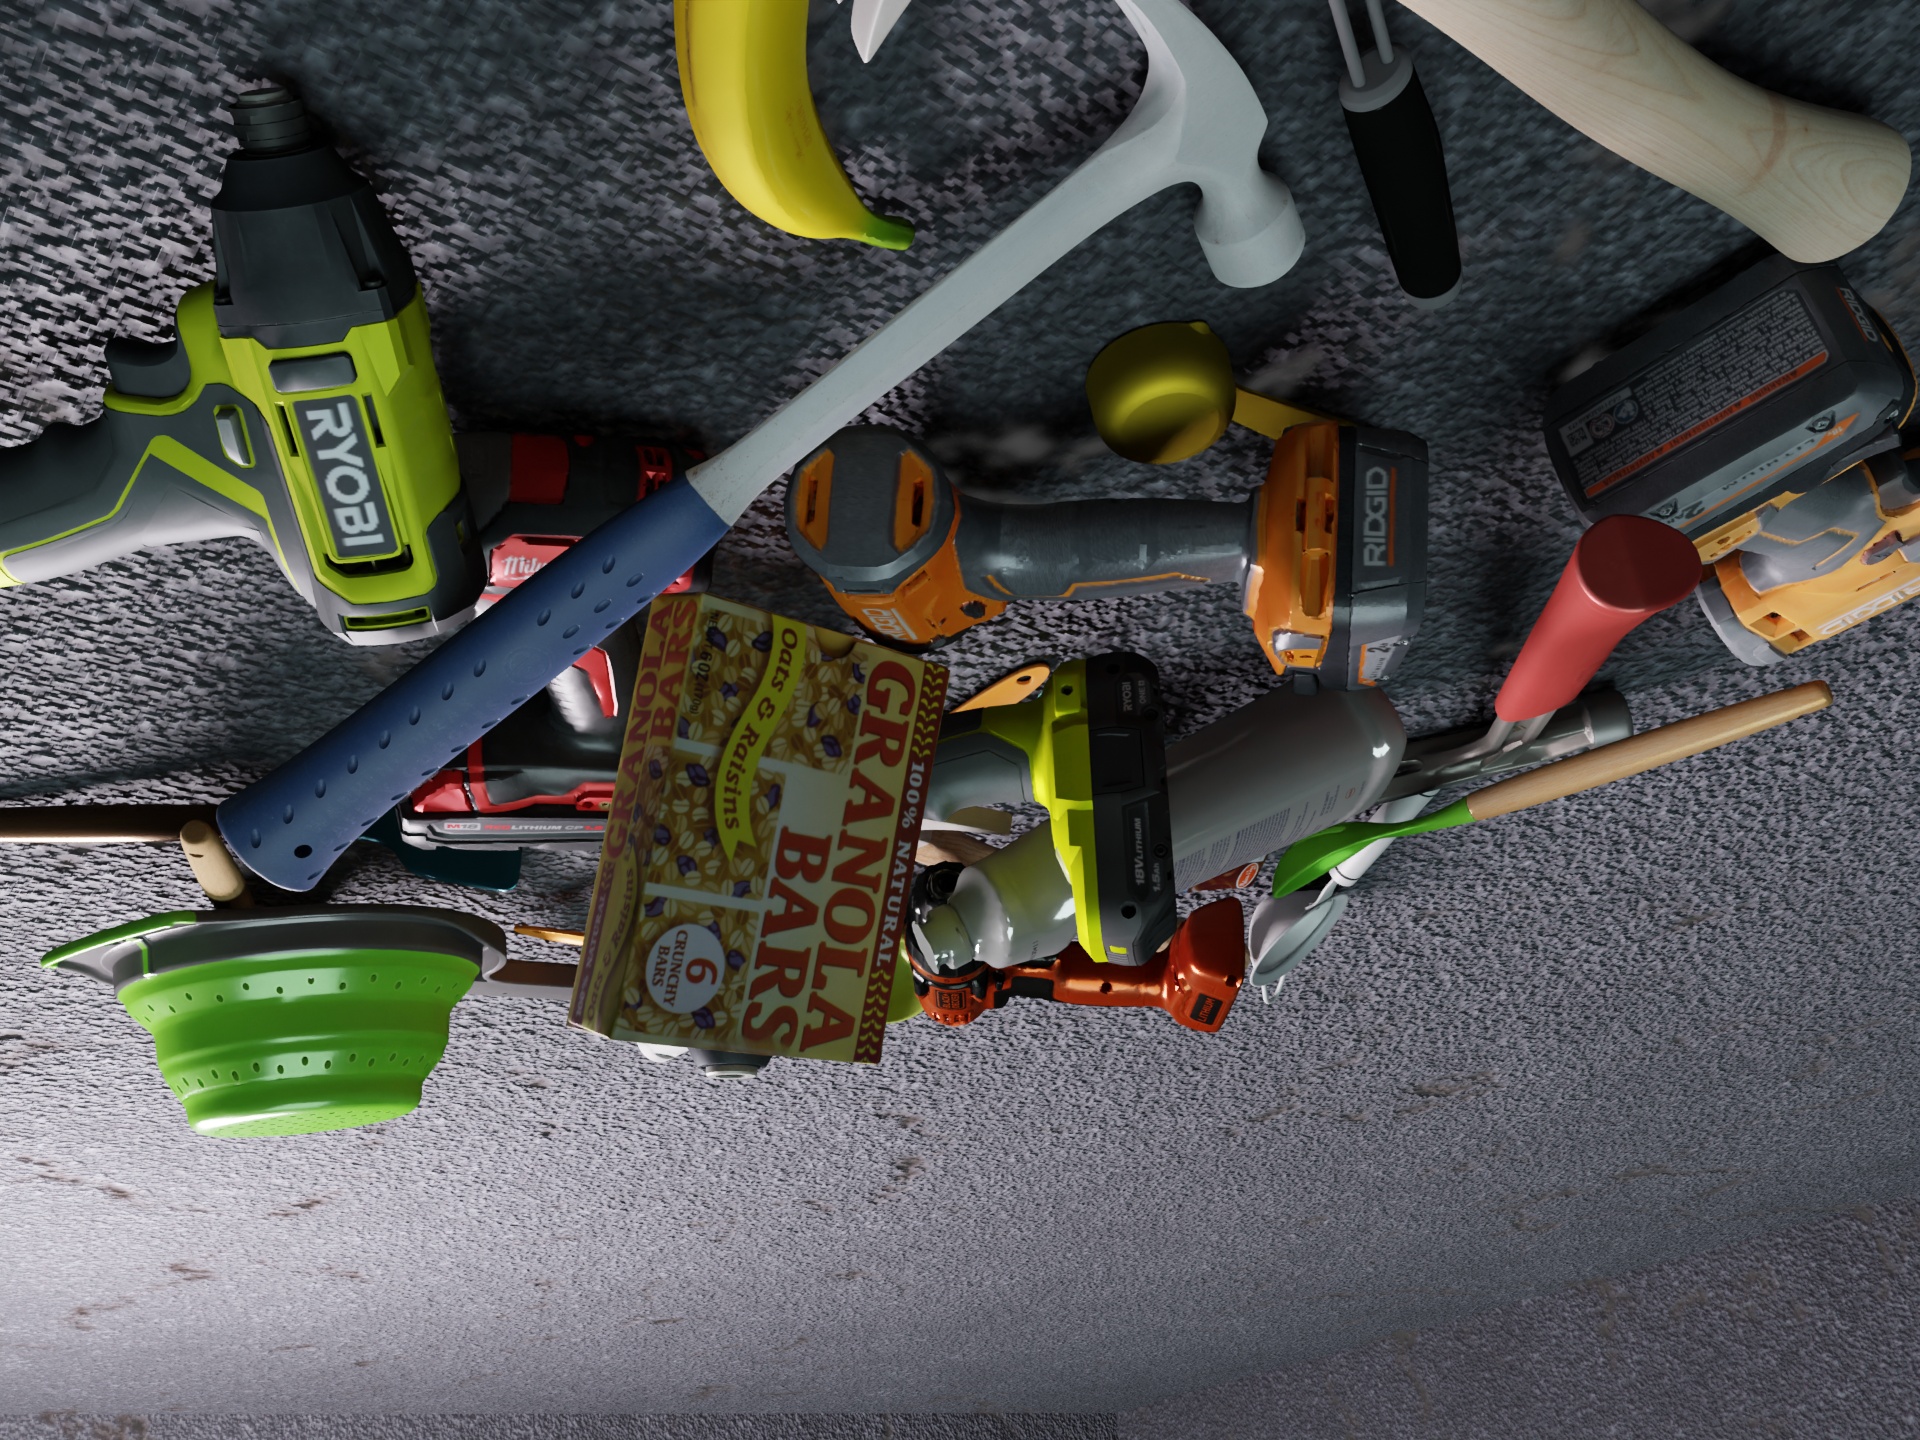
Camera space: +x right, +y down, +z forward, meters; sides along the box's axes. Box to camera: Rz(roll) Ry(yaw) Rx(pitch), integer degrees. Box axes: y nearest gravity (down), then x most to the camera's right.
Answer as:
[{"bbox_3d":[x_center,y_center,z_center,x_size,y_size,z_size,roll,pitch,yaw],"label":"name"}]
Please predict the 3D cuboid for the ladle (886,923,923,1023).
[{"bbox_3d":[-0.072,0.120,0.899,0.078,0.062,0.320,-6,161,8],"label":"ladle"}]

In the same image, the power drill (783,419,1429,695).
[{"bbox_3d":[0.059,-0.060,0.628,0.226,0.084,0.164,2,169,9],"label":"power drill"}]

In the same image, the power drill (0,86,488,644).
[{"bbox_3d":[-0.279,-0.100,0.503,0.223,0.080,0.171,-7,121,-4],"label":"power drill"}]

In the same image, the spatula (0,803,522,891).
[{"bbox_3d":[-0.368,0.047,0.781,0.317,0.082,0.044,-1,171,-1],"label":"spatula"}]

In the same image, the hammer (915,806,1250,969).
[{"bbox_3d":[0.059,0.101,0.937,0.331,0.031,0.130,25,146,-37],"label":"hammer"}]

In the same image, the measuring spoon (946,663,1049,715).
[{"bbox_3d":[-0.001,-0.003,0.814,0.117,0.011,0.021,-31,141,29],"label":"measuring spoon"}]

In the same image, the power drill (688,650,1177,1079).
[{"bbox_3d":[-0.021,0.058,0.706,0.228,0.191,0.080,-4,160,7],"label":"power drill"}]

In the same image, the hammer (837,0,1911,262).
[{"bbox_3d":[0.155,-0.182,0.433,0.410,0.038,0.146,4,148,-43],"label":"hammer"}]

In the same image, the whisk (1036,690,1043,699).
[{"bbox_3d":[0.082,0.035,0.861,0.051,0.047,0.244,-13,152,6],"label":"whisk"}]

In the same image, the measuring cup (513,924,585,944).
[{"bbox_3d":[-0.180,0.108,0.926,0.173,0.052,0.095,2,156,19],"label":"measuring cup"}]

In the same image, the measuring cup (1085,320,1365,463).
[{"bbox_3d":[0.121,-0.113,0.633,0.156,0.029,0.062,13,144,-25],"label":"measuring cup"}]

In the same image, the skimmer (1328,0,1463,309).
[{"bbox_3d":[0.088,-0.232,0.432,0.127,0.090,0.363,-32,154,13],"label":"skimmer"}]

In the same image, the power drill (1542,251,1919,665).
[{"bbox_3d":[0.368,-0.107,0.653,0.226,0.084,0.185,18,141,-42],"label":"power drill"}]

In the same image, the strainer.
[{"bbox_3d":[0.237,0.096,0.996,0.087,0.050,0.258,-22,154,-35],"label":"strainer"}]

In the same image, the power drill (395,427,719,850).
[{"bbox_3d":[-0.184,-0.033,0.663,0.143,0.079,0.219,2,145,-17],"label":"power drill"}]

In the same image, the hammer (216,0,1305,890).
[{"bbox_3d":[-0.076,-0.082,0.510,0.405,0.035,0.143,-37,141,5],"label":"hammer"}]

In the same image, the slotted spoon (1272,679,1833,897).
[{"bbox_3d":[0.298,0.038,0.847,0.314,0.031,0.070,-25,169,37],"label":"slotted spoon"}]

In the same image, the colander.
[{"bbox_3d":[-0.298,0.178,0.893,0.204,0.095,0.396,-17,161,26],"label":"colander"}]

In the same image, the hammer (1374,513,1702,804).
[{"bbox_3d":[0.256,-0.017,0.721,0.149,0.037,0.359,-14,166,9],"label":"hammer"}]

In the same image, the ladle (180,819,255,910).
[{"bbox_3d":[-0.359,0.091,0.791,0.069,0.031,0.315,10,160,-15],"label":"ladle"}]
